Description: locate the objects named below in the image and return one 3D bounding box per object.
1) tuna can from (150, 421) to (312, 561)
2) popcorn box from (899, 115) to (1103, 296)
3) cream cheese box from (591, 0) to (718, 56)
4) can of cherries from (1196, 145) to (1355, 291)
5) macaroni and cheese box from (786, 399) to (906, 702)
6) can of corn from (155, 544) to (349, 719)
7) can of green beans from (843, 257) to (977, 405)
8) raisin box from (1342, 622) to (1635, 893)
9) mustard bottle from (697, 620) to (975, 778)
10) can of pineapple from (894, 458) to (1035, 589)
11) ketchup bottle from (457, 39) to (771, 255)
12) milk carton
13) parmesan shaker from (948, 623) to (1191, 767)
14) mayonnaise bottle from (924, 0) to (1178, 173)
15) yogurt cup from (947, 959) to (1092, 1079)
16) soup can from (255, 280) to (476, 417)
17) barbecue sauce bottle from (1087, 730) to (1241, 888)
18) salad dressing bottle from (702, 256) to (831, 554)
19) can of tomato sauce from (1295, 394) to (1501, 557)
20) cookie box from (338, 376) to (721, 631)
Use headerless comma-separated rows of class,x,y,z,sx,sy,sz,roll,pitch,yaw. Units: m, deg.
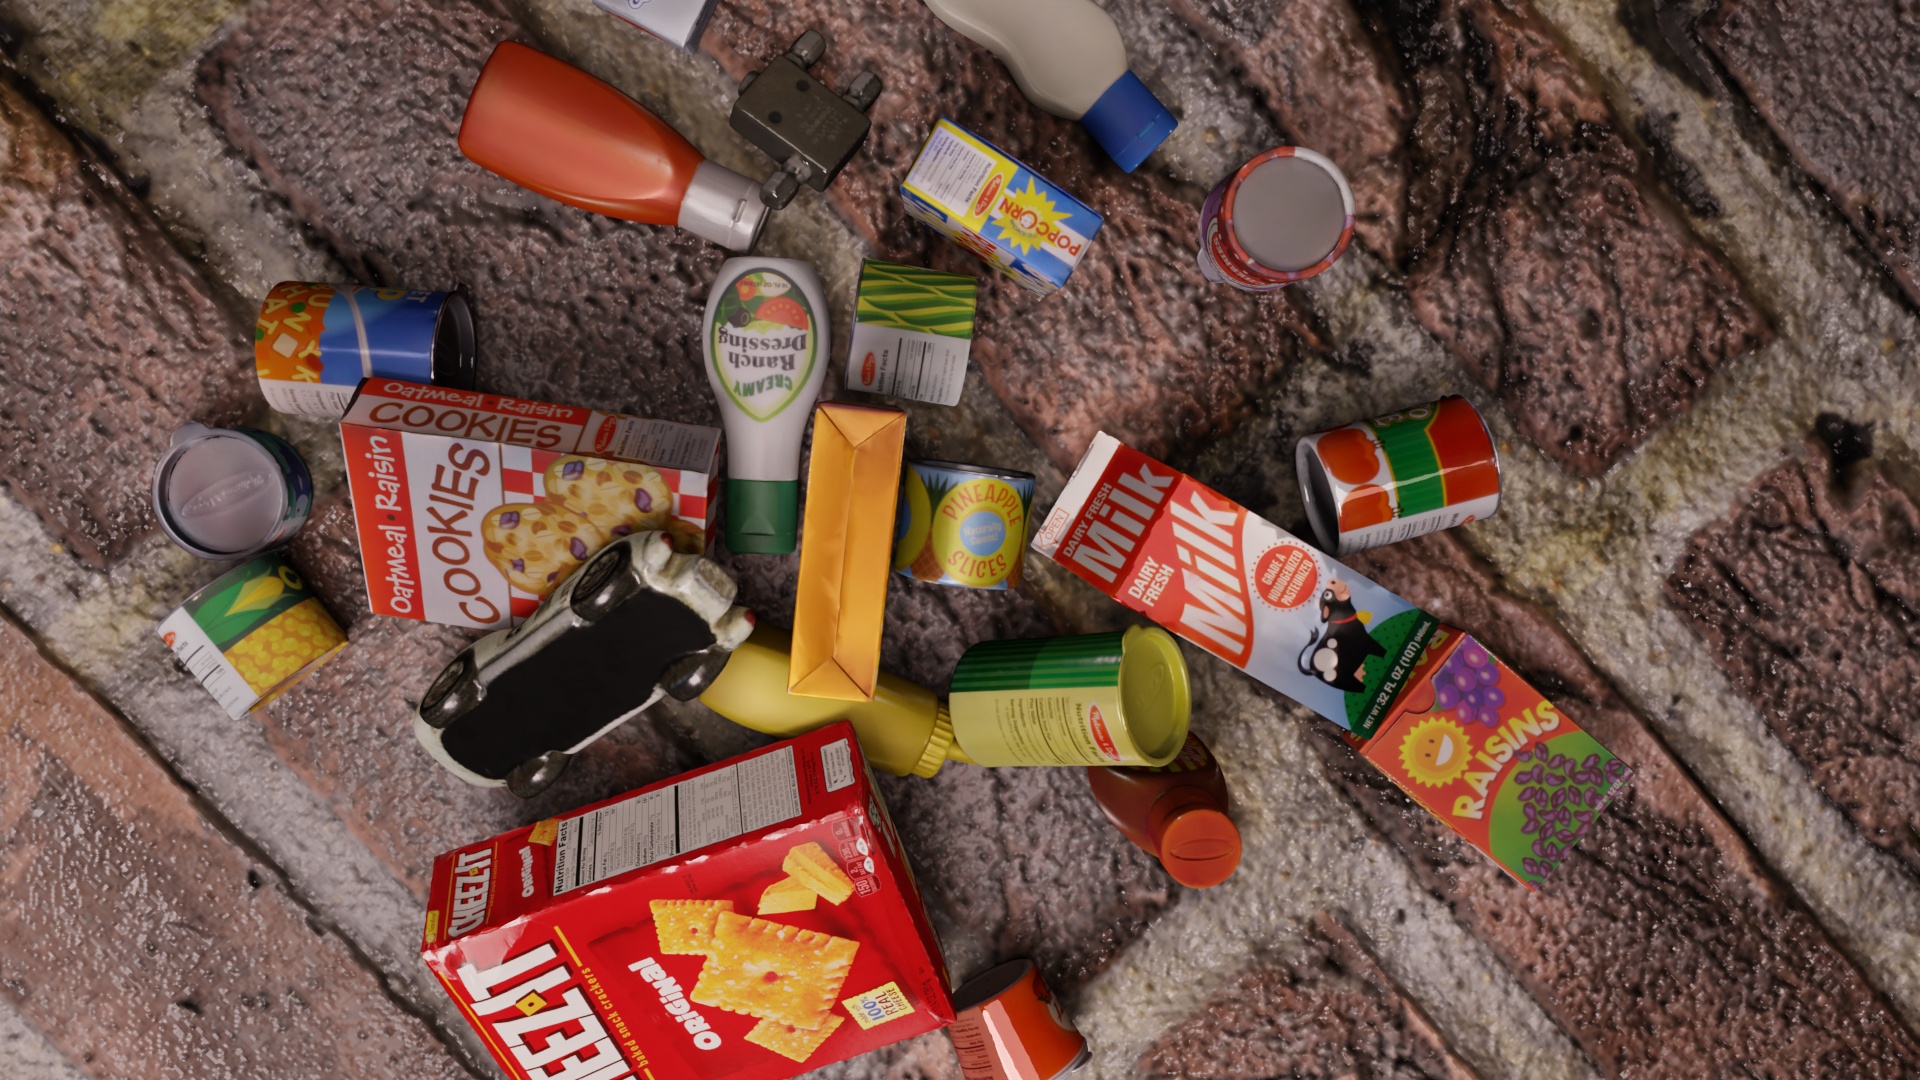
tuna can,-0.367,-0.026,0.699,0.071,0.033,0.071,0,95,-3
popcorn box,0.017,-0.155,0.660,0.085,0.127,0.038,31,97,-5
cream cheese box,-0.136,-0.301,0.690,0.053,0.024,0.103,27,94,-6
can of cherries,0.157,-0.159,0.701,0.071,0.058,0.071,0,95,-3
macaroni and cheese box,-0.051,-0.003,0.650,0.040,0.166,0.123,7,96,-4
can of corn,-0.348,0.045,0.691,0.071,0.071,0.058,-37,97,1
can of green beans,-0.025,-0.104,0.693,0.058,0.071,0.071,8,95,-4
raisin box,0.281,0.115,0.743,0.123,0.040,0.086,39,93,-5
mustard bottle,-0.054,0.088,0.712,0.160,0.065,0.048,23,97,-10
can of pineapple,0.003,-0.009,0.701,0.071,0.071,0.057,7,96,-4
ketchup bottle,-0.167,-0.188,0.689,0.149,0.043,0.064,24,94,-5
milk carton,0.135,0.020,0.709,0.190,0.073,0.072,30,93,-5
parmesan shaker,0.053,0.076,0.690,0.103,0.071,0.071,-7,98,38
mayonnaise bottle,0.046,-0.250,0.697,0.065,0.041,0.148,-44,97,3
yogurt cup,0.026,0.258,0.731,0.072,0.072,0.054,-26,88,0
soup can,-0.289,-0.094,0.681,0.084,0.071,0.071,4,95,-3
barbecue sauce bottle,0.102,0.127,0.679,0.065,0.149,0.043,-4,97,-2
salad dressing bottle,-0.099,-0.068,0.704,0.064,0.044,0.147,2,95,-2
can of tomato sauce,0.222,-0.035,0.713,0.083,0.071,0.071,-15,96,-1
cookie box,-0.205,-0.009,0.677,0.167,0.040,0.122,8,130,-4
